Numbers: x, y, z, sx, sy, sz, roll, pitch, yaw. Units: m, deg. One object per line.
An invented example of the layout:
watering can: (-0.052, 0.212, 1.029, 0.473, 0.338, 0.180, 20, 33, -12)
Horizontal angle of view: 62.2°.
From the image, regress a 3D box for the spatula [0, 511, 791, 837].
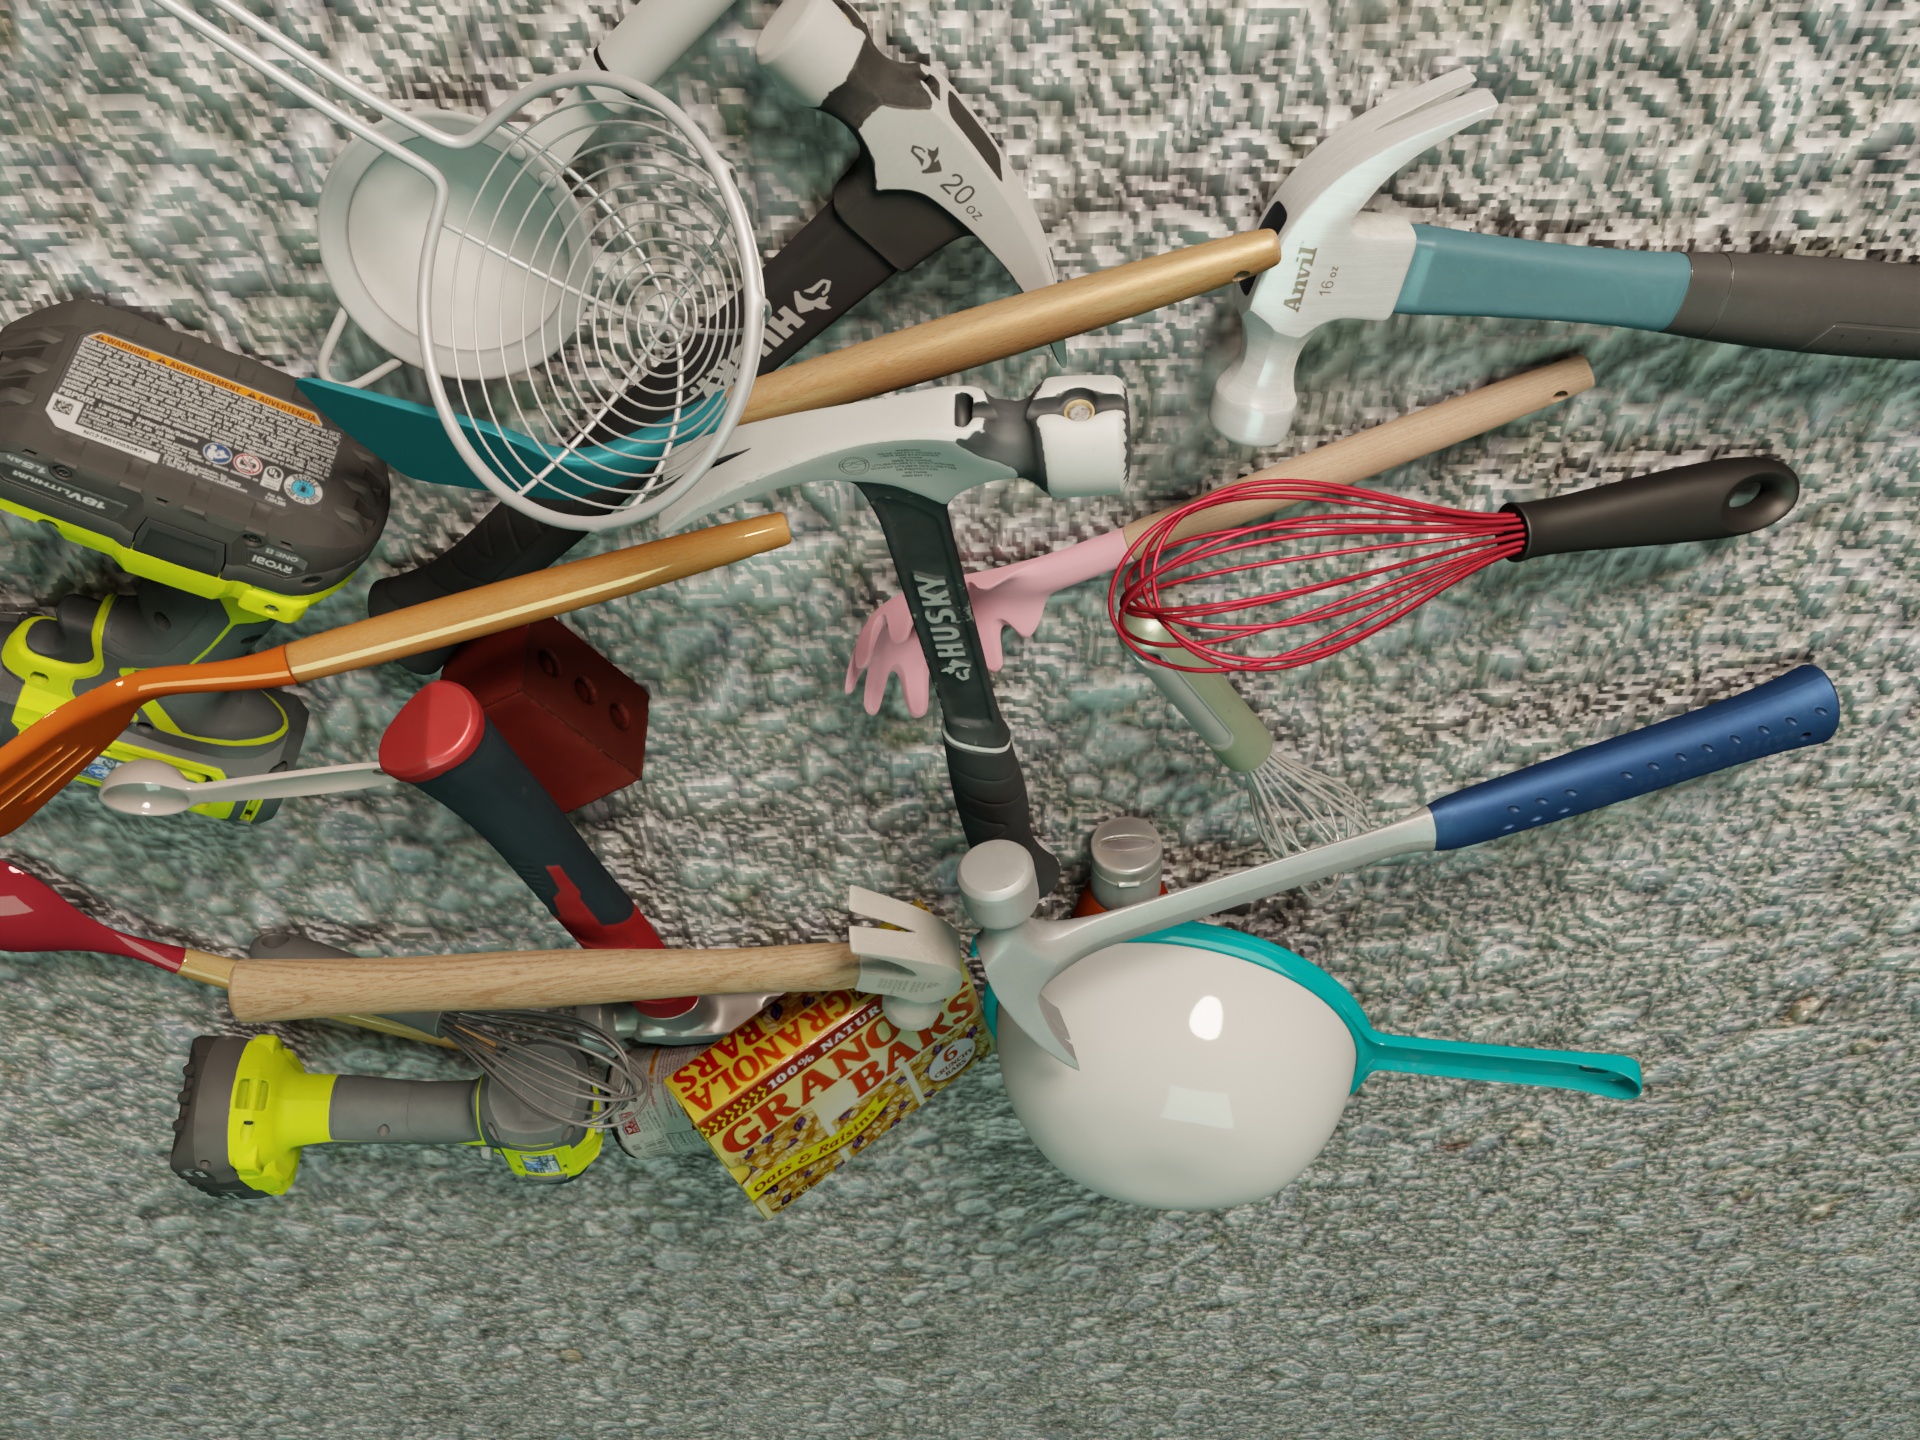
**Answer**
spatula: (-0.215, -0.019, 0.578, 0.322, 0.041, 0.081, -17, 179, -8)

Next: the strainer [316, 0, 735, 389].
strainer: (-0.111, -0.190, 0.488, 0.258, 0.050, 0.086, -34, 118, 25)

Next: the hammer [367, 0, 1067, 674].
hammer: (-0.111, -0.107, 0.591, 0.334, 0.035, 0.146, -32, 131, 31)

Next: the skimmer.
skimmer: (-0.213, -0.183, 0.412, 0.363, 0.090, 0.127, 32, 119, -21)

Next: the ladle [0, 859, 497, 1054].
ladle: (-0.402, 0.139, 0.873, 0.315, 0.031, 0.069, 25, 131, -31)

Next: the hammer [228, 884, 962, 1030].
hammer: (-0.162, 0.118, 0.739, 0.331, 0.031, 0.130, -1, 152, -11)

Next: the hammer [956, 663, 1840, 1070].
hammer: (0.204, 0.056, 0.730, 0.405, 0.035, 0.143, -17, 134, -3)

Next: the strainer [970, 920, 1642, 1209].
strainer: (0.169, 0.201, 0.821, 0.340, 0.095, 0.210, 2, 139, 18)

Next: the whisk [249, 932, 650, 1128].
whisk: (-0.272, 0.159, 0.836, 0.239, 0.055, 0.055, 18, 141, 12)

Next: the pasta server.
pasta server: (0.095, -0.074, 0.639, 0.316, 0.040, 0.060, -20, 150, 17)

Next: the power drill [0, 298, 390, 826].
power drill: (-0.328, -0.048, 0.618, 0.171, 0.080, 0.223, 20, 138, -26)

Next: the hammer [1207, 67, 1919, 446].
hammer: (0.259, -0.147, 0.555, 0.331, 0.033, 0.128, 2, 131, -9)

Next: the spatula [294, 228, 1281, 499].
spatula: (-0.053, -0.120, 0.524, 0.317, 0.044, 0.082, -15, 163, 5)

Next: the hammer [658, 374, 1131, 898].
hammer: (-0.001, -0.002, 0.648, 0.149, 0.036, 0.408, -2, 154, 6)

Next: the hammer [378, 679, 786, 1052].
hammer: (-0.160, 0.085, 0.752, 0.143, 0.038, 0.386, -6, 153, 2)

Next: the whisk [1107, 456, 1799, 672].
whisk: (0.194, -0.069, 0.610, 0.295, 0.073, 0.073, -10, 141, -13)

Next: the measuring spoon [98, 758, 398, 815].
measuring spoon: (-0.285, 0.021, 0.650, 0.124, 0.018, 0.034, -5, 155, -9)

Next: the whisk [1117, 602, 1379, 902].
whisk: (0.133, 0.017, 0.725, 0.058, 0.059, 0.246, 5, 155, 38)

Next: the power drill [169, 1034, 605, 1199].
power drill: (-0.328, 0.243, 0.953, 0.228, 0.080, 0.190, 2, 154, -8)
